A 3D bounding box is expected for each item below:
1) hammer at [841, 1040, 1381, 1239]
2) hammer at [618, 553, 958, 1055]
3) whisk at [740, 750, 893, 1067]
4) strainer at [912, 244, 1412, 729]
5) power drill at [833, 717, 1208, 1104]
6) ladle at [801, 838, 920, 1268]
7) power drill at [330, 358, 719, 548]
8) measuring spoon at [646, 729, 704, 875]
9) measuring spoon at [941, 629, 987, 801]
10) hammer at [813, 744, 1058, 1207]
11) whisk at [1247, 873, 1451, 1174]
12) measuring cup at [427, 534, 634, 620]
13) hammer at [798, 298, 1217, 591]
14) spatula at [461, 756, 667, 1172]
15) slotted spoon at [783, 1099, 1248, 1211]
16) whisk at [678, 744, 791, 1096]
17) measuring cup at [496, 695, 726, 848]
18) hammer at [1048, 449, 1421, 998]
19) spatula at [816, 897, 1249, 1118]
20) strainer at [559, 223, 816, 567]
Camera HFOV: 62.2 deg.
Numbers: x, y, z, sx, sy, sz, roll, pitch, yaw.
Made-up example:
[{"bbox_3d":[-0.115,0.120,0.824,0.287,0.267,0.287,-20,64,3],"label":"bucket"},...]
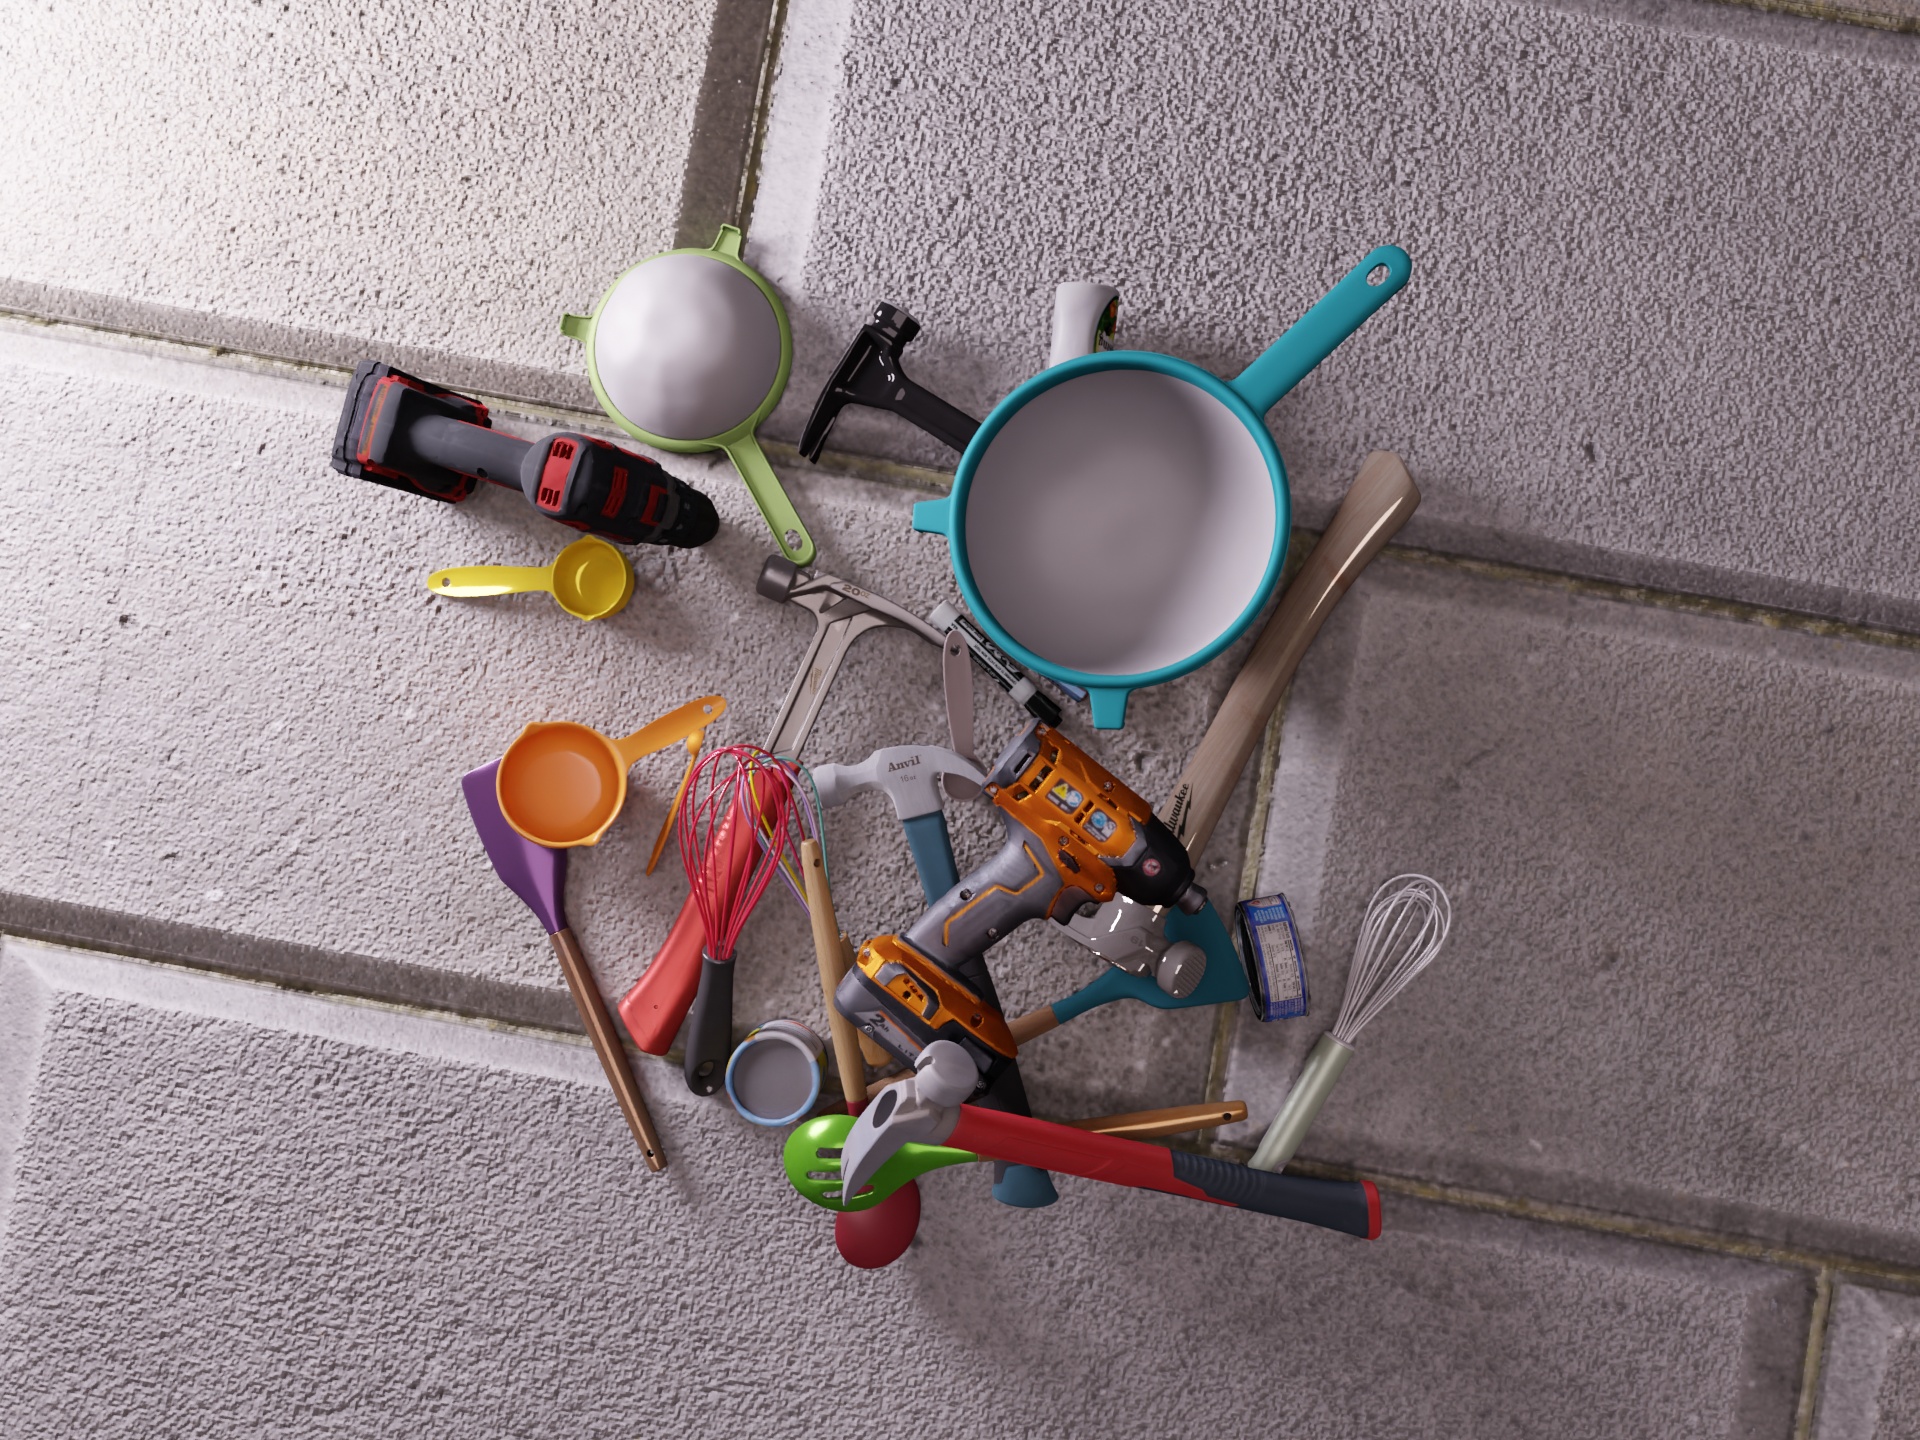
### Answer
[{"bbox_3d":[0.113,0.302,1.047,0.386,0.038,0.143,19,128,-24],"label":"hammer"},{"bbox_3d":[-0.139,0.072,1.128,0.149,0.037,0.359,24,89,-5],"label":"hammer"},{"bbox_3d":[-0.094,0.131,1.103,0.051,0.047,0.245,-23,105,-9],"label":"whisk"},{"bbox_3d":[0.150,-0.163,1.007,0.340,0.095,0.211,-43,77,4],"label":"strainer"},{"bbox_3d":[0.042,0.134,1.033,0.164,0.084,0.226,38,92,1],"label":"power drill"},{"bbox_3d":[-0.075,0.233,1.087,0.069,0.031,0.315,-16,101,-31],"label":"ladle"},{"bbox_3d":[-0.290,-0.171,1.095,0.227,0.187,0.080,18,93,20],"label":"power drill"},{"bbox_3d":[-0.205,0.058,1.128,0.011,0.021,0.117,20,105,-14],"label":"measuring spoon"},{"bbox_3d":[-0.002,-0.004,1.129,0.034,0.018,0.124,-7,101,-17],"label":"measuring spoon"},{"bbox_3d":[0.003,0.175,1.093,0.128,0.033,0.331,-16,90,5],"label":"hammer"},{"bbox_3d":[0.269,0.218,1.117,0.059,0.057,0.246,31,92,36],"label":"whisk"},{"bbox_3d":[-0.310,-0.100,1.153,0.156,0.029,0.062,0,88,13],"label":"measuring cup"},{"bbox_3d":[0.047,-0.160,1.098,0.337,0.034,0.127,33,93,16],"label":"hammer"},{"bbox_3d":[-0.275,0.174,1.138,0.060,0.018,0.316,-23,86,-1],"label":"spatula"},{"bbox_3d":[0.036,0.282,1.064,0.313,0.031,0.070,-8,100,0],"label":"slotted spoon"},{"bbox_3d":[-0.160,0.140,1.063,0.073,0.073,0.295,12,120,1],"label":"whisk"},{"bbox_3d":[-0.247,0.028,1.134,0.173,0.052,0.095,-29,91,-21],"label":"measuring cup"},{"bbox_3d":[0.195,-0.015,1.114,0.146,0.038,0.411,25,80,36],"label":"hammer"},{"bbox_3d":[0.043,0.218,1.118,0.317,0.044,0.082,-25,90,1],"label":"spatula"},{"bbox_3d":[-0.173,-0.225,1.128,0.151,0.069,0.256,-29,86,0],"label":"strainer"}]
